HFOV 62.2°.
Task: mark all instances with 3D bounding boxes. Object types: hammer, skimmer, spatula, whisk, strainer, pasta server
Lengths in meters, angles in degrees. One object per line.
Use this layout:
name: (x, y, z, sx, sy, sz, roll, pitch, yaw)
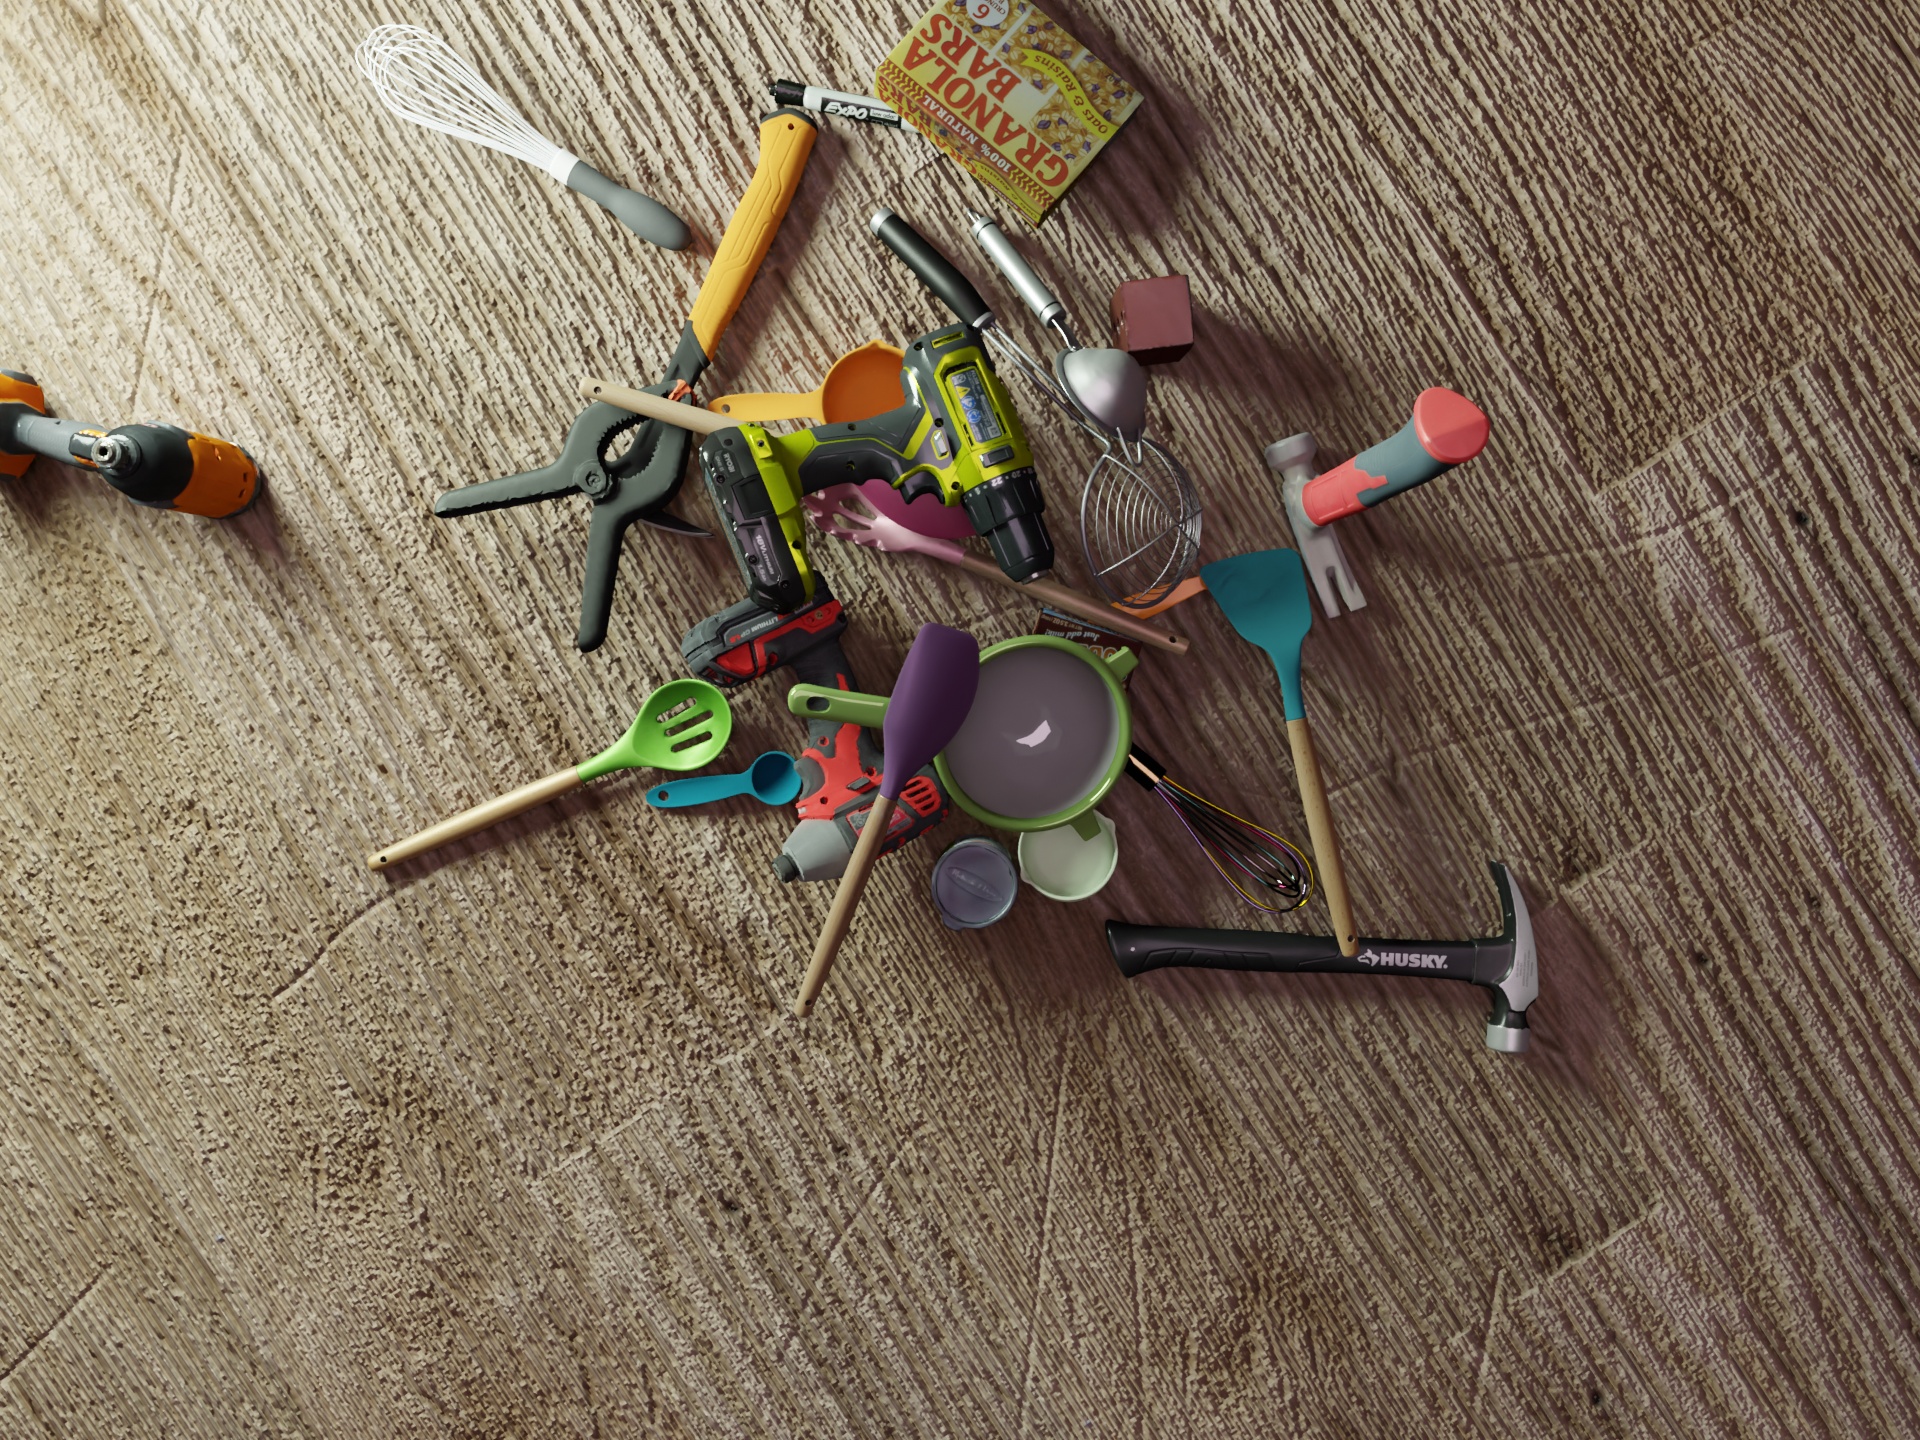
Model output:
hammer: (-0.185, -0.309, 1.227, 0.127, 0.034, 0.337, 25, 92, 1)
skimmer: (0.049, -0.243, 1.221, 0.363, 0.090, 0.127, 47, 54, 10)
spatula: (-0.059, 0.079, 1.158, 0.059, 0.018, 0.316, 18, 103, -20)
spatula: (0.260, 0.024, 1.217, 0.082, 0.044, 0.317, -13, 90, -11)
hammer: (0.279, 0.176, 1.236, 0.335, 0.035, 0.146, 3, 92, 1)
whisk: (-0.330, -0.442, 1.218, 0.284, 0.070, 0.070, 31, 92, -6)
whisk: (0.172, 0.058, 1.225, 0.245, 0.051, 0.047, 40, 130, 7)
strainer: (0.074, -0.298, 1.187, 0.050, 0.087, 0.259, -50, 64, 35)
hammer: (0.275, -0.145, 1.051, 0.038, 0.386, 0.143, -20, 92, 1)
strainer: (-0.002, -0.004, 1.187, 0.256, 0.069, 0.151, 9, 104, -9)
pasta server: (0.028, -0.117, 1.215, 0.316, 0.040, 0.060, 23, 77, 6)

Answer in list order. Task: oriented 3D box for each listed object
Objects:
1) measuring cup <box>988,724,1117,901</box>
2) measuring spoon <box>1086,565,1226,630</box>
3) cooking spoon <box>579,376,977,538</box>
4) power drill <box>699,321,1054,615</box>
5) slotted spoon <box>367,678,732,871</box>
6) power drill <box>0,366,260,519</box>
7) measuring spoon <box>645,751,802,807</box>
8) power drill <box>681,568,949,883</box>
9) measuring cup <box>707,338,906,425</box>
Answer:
measuring cup: (0.060, 0.066, 1.240, 0.083, 0.038, 0.168, -32, 74, -3)
measuring spoon: (0.153, -0.094, 1.241, 0.117, 0.011, 0.021, -21, 91, 1)
cooking spoon: (-0.126, -0.202, 1.182, 0.319, 0.017, 0.068, 16, 99, -6)
power drill: (-0.054, -0.161, 1.141, 0.228, 0.080, 0.190, -22, 88, -11)
slotted spoon: (-0.320, 0.050, 1.243, 0.314, 0.031, 0.070, -24, 91, 3)
power drill: (-0.660, -0.206, 1.171, 0.226, 0.164, 0.084, 14, 92, 2)
measuring spoon: (-0.184, 0.051, 1.249, 0.128, 0.021, 0.042, -9, 90, 10)
power drill: (-0.115, 0.011, 1.199, 0.143, 0.078, 0.219, -29, 94, -21)
measuring cup: (-0.104, -0.239, 1.219, 0.173, 0.052, 0.095, -1, 96, 2)
